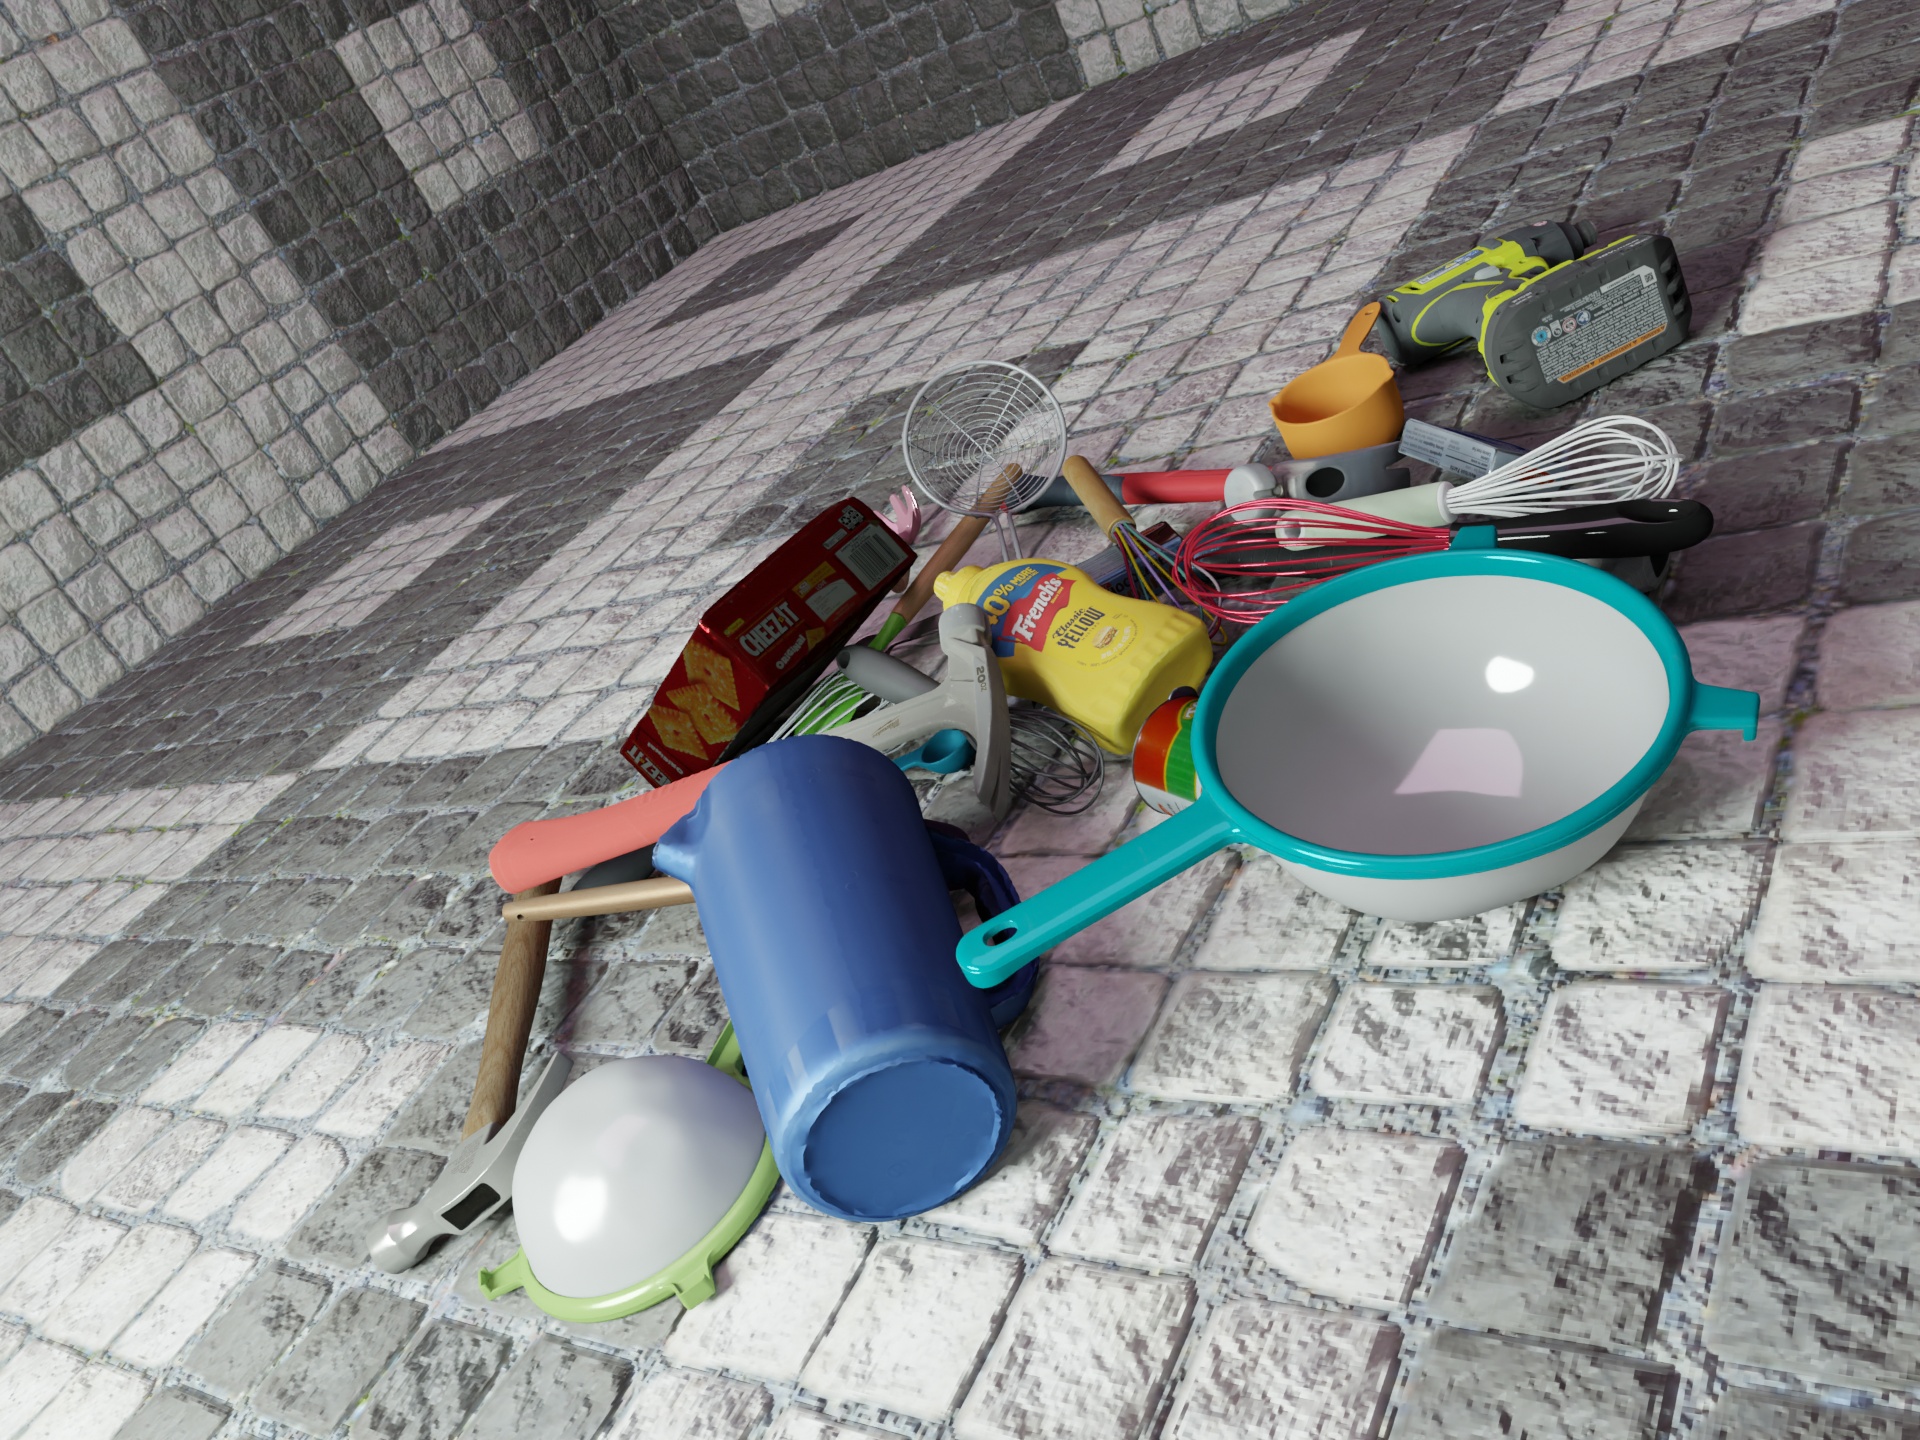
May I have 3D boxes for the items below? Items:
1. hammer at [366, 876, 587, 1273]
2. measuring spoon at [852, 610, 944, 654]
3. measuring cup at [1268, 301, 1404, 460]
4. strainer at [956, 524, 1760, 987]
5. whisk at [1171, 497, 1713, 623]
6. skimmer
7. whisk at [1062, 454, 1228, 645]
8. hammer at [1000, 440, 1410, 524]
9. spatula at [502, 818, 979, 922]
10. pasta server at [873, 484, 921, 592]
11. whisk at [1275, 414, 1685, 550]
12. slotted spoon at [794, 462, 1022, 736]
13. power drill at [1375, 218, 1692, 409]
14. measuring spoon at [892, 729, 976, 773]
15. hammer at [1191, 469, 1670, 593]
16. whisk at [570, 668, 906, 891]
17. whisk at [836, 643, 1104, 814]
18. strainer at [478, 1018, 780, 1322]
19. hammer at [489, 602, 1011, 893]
[{"bbox_3d":[-0.270,0.175,0.962,0.130,0.031,0.332,-35,26,11],"label":"hammer"},{"bbox_3d":[-0.026,-0.065,1.215,0.124,0.018,0.034,-20,39,2],"label":"measuring spoon"},{"bbox_3d":[0.291,-0.246,1.170,0.095,0.052,0.174,-7,37,37],"label":"measuring cup"},{"bbox_3d":[0.162,0.051,0.712,0.340,0.095,0.211,-29,36,-5],"label":"strainer"},{"bbox_3d":[0.253,-0.095,0.877,0.296,0.073,0.073,-2,36,33],"label":"whisk"},{"bbox_3d":[0.033,-0.136,1.127,0.127,0.090,0.364,-10,39,0],"label":"skimmer"},{"bbox_3d":[0.120,-0.115,1.075,0.047,0.051,0.245,-8,37,-14],"label":"whisk"},{"bbox_3d":[0.153,-0.175,1.185,0.143,0.038,0.386,-14,13,-27],"label":"hammer"},{"bbox_3d":[-0.139,0.095,0.943,0.316,0.059,0.018,-10,32,20],"label":"spatula"},{"bbox_3d":[-0.054,-0.142,1.287,0.060,0.040,0.316,-40,12,8],"label":"pasta server"},{"bbox_3d":[0.288,-0.127,0.912,0.246,0.058,0.059,-6,1,44],"label":"whisk"},{"bbox_3d":[-0.035,-0.094,1.206,0.070,0.031,0.314,-10,37,52],"label":"slotted spoon"},{"bbox_3d":[0.414,-0.304,1.141,0.171,0.080,0.223,-27,23,5],"label":"power drill"},{"bbox_3d":[-0.039,0.038,1.043,0.128,0.021,0.042,-26,25,25],"label":"measuring spoon"},{"bbox_3d":[0.265,-0.100,0.965,0.128,0.033,0.331,-44,30,-27],"label":"hammer"},{"bbox_3d":[-0.149,0.049,1.082,0.284,0.070,0.070,-34,26,0],"label":"whisk"},{"bbox_3d":[-0.001,-0.002,0.984,0.055,0.055,0.239,-40,43,-23],"label":"whisk"},{"bbox_3d":[-0.148,0.182,0.823,0.151,0.069,0.256,-11,33,32],"label":"strainer"},{"bbox_3d":[-0.136,0.047,0.974,0.359,0.036,0.149,-20,47,19],"label":"hammer"}]
